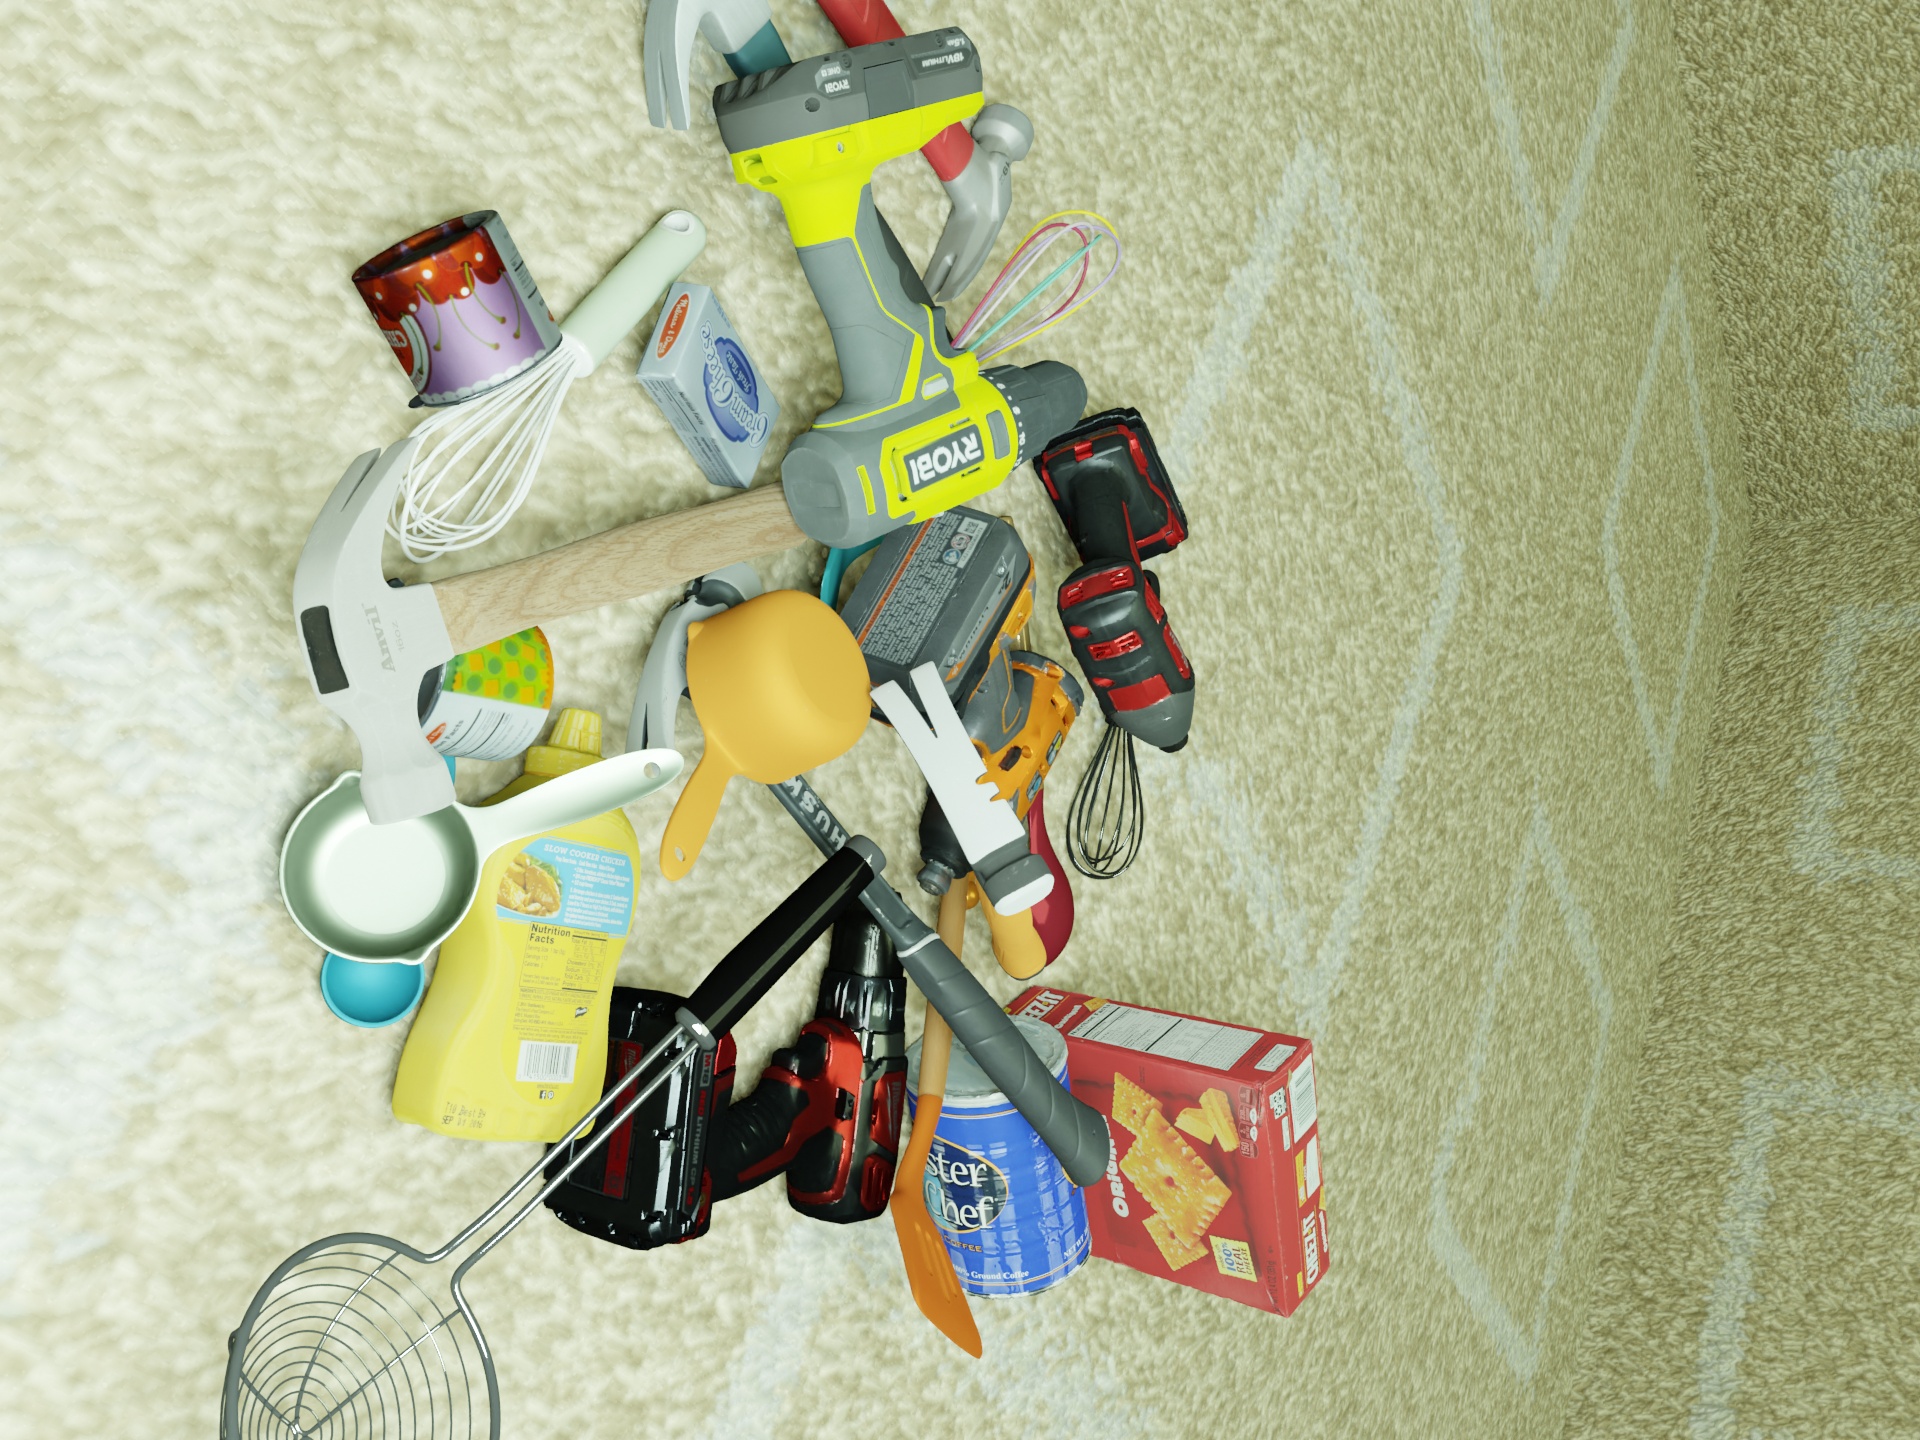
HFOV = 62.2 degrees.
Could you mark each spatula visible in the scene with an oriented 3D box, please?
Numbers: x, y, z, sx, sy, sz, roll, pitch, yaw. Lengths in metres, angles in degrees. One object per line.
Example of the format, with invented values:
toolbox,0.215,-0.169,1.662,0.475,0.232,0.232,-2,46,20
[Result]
spatula,-0.014,-0.125,0.957,0.317,0.044,0.082,-44,151,-45
spatula,-0.006,0.195,0.914,0.080,0.041,0.323,56,30,-42

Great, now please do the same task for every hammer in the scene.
hammer,-0.033,0.109,0.842,0.408,0.036,0.149,54,31,-23
hammer,-0.154,-0.068,0.689,0.331,0.031,0.130,-35,112,-62
hammer,-0.057,-0.273,0.864,0.128,0.033,0.330,-50,136,-14
hammer,-0.080,-0.397,0.847,0.385,0.038,0.143,44,60,-46
hammer,0.016,0.083,0.881,0.127,0.034,0.336,60,-5,21

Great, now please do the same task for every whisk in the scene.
whisk,-0.182,-0.161,0.726,0.059,0.058,0.246,105,12,-54
whisk,-0.004,-0.207,0.900,0.245,0.051,0.047,-43,115,-10
whisk,0.119,0.000,1.151,0.055,0.055,0.239,32,64,-51

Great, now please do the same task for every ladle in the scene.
ladle,0.046,0.020,1.069,0.069,0.031,0.315,-22,109,-55

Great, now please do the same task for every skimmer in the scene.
skimmer,-0.140,0.176,0.659,0.363,0.090,0.127,-45,111,-27

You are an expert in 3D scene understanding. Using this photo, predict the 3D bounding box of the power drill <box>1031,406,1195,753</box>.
power drill,0.106,-0.087,1.019,0.220,0.078,0.143,-91,156,-46

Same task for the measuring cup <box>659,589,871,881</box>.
measuring cup,-0.090,0.006,0.725,0.095,0.052,0.174,53,30,-25

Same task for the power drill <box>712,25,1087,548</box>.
power drill,-0.022,-0.221,0.809,0.190,0.080,0.228,-30,116,-35

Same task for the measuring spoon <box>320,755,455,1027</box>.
measuring spoon,-0.242,0.069,0.684,0.042,0.021,0.129,23,64,-29

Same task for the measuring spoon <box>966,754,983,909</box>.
measuring spoon,0.014,0.066,1.038,0.021,0.011,0.117,18,78,-53

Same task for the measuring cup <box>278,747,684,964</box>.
measuring cup,-0.196,0.047,0.665,0.167,0.038,0.083,-21,84,-23

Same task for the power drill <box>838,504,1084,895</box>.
power drill,-0.001,-0.003,0.922,0.164,0.084,0.226,-62,154,-20

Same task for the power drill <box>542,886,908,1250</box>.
power drill,-0.102,0.177,0.837,0.226,0.080,0.188,14,82,-57
